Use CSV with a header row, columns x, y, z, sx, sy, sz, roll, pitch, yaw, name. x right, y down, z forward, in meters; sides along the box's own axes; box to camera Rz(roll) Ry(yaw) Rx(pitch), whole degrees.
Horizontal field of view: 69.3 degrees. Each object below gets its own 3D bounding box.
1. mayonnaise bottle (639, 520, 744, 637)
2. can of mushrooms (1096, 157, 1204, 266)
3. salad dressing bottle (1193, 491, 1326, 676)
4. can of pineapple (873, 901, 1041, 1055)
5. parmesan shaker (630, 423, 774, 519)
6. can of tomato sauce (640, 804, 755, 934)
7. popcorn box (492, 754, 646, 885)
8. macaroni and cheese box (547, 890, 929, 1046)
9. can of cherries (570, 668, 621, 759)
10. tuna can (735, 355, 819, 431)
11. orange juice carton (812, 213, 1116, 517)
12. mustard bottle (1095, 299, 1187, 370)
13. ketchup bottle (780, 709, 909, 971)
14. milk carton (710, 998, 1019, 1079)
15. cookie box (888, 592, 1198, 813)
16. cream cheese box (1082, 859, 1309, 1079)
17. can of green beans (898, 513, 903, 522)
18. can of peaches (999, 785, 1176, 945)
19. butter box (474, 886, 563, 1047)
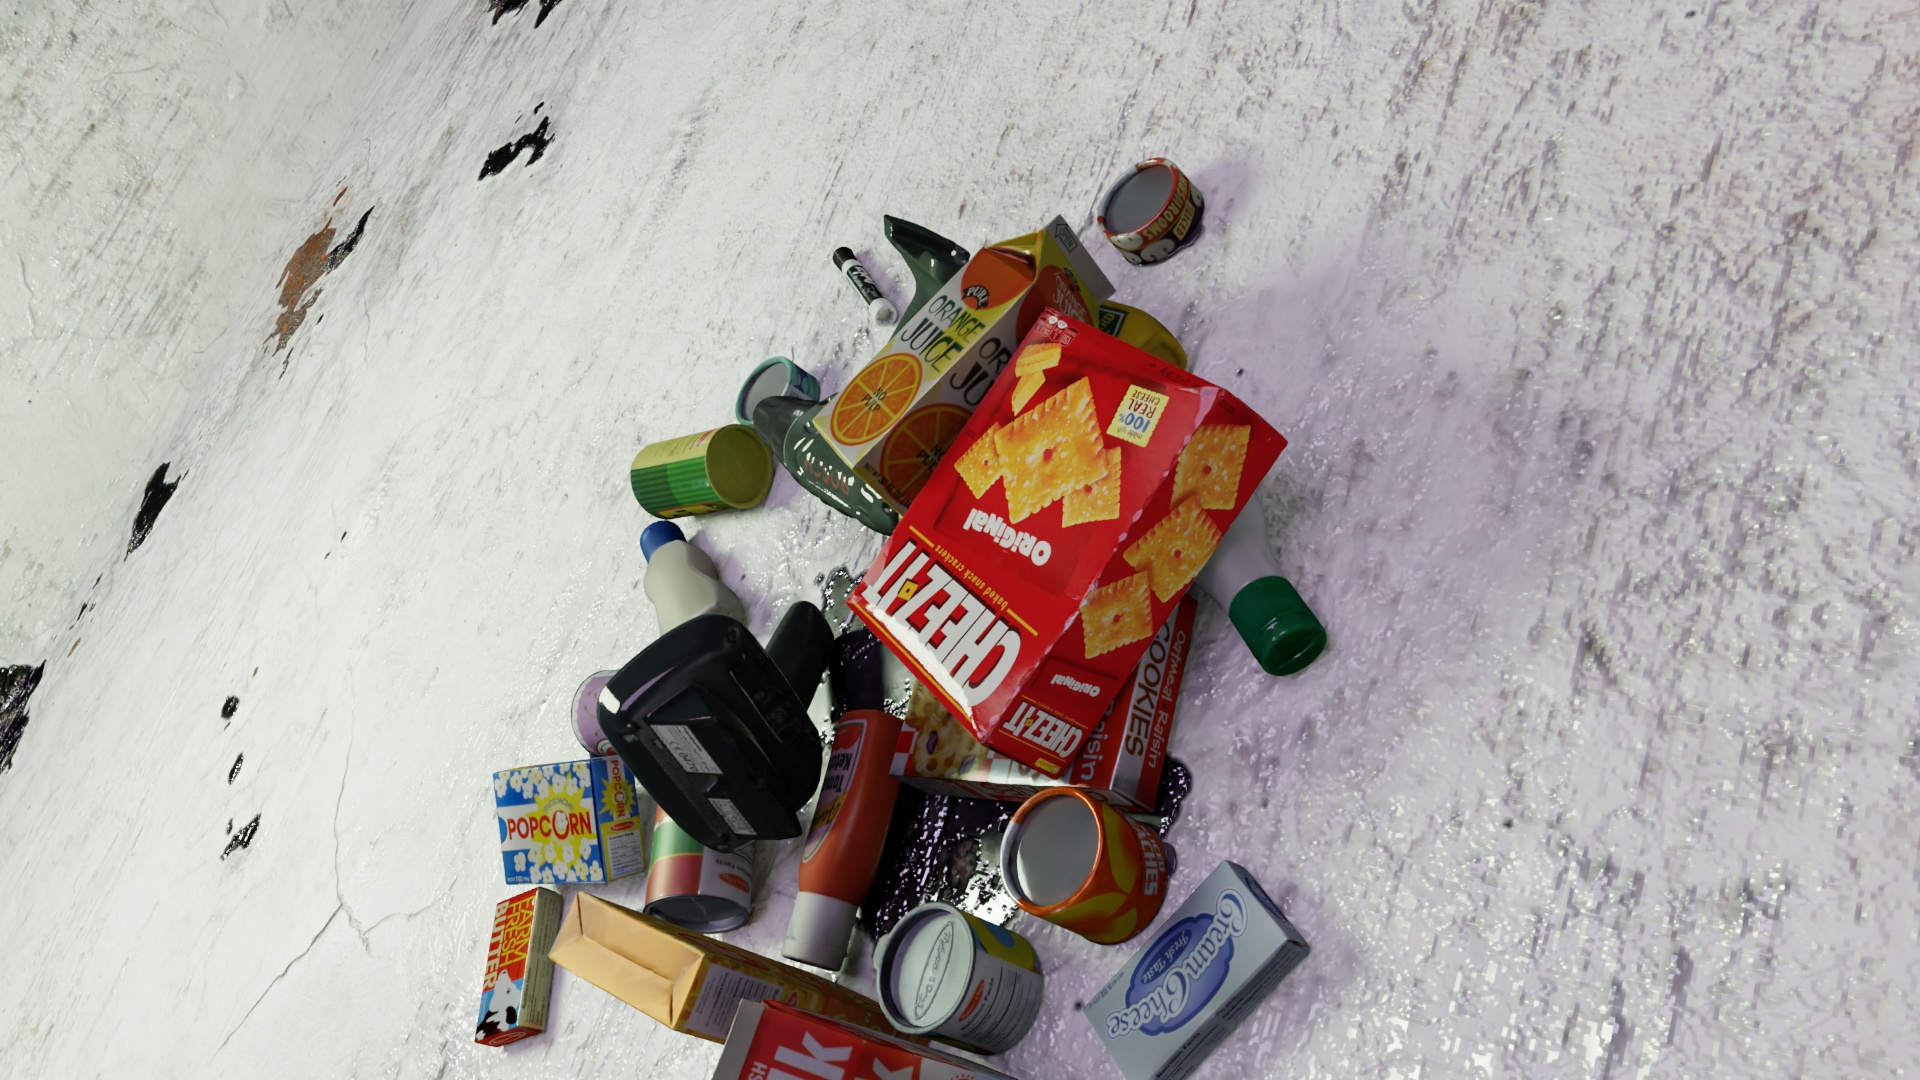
x,y,z,sx,sy,sz,roll,pitch,yaw,name
-0.215,0.035,1.077,0.064,0.041,0.148,-47,39,7,mayonnaise bottle
0.127,-0.218,0.920,0.071,0.033,0.071,-25,47,31,can of mushrooms
0.143,0.009,0.740,0.064,0.044,0.148,-41,43,15,salad dressing bottle
-0.001,0.226,0.718,0.071,0.058,0.071,-25,48,31,can of pineapple
-0.206,-0.054,1.113,0.103,0.071,0.071,-7,59,43,parmesan shaker
-0.167,0.202,0.892,0.071,0.071,0.083,-26,47,30,can of tomato sauce
-0.284,0.203,1.004,0.126,0.038,0.085,-13,84,39,popcorn box
-0.114,0.240,0.735,0.123,0.166,0.040,5,68,46,macaroni and cheese box
-0.241,0.128,1.019,0.058,0.071,0.072,-10,57,39,can of cherries
-0.149,-0.115,1.122,0.071,0.033,0.071,-24,49,31,tuna can
0.010,-0.105,0.837,0.192,0.071,0.073,-45,38,1,orange juice carton
0.075,-0.128,0.896,0.065,0.048,0.160,-53,40,-3,mustard bottle
-0.068,0.177,0.827,0.064,0.043,0.149,-28,43,59,ketchup bottle
-0.042,0.263,0.629,0.073,0.190,0.072,1,65,46,milk carton
0.045,0.085,0.786,0.167,0.040,0.123,-5,60,44,cookie box
0.109,0.206,0.650,0.103,0.024,0.053,-49,41,7,cream cheese box
0.003,-0.013,0.874,0.058,0.071,0.071,22,80,51,can of green beans
0.064,0.162,0.699,0.071,0.058,0.071,-25,48,32,can of peaches
-0.318,0.307,1.002,0.053,0.024,0.104,-27,47,29,butter box
